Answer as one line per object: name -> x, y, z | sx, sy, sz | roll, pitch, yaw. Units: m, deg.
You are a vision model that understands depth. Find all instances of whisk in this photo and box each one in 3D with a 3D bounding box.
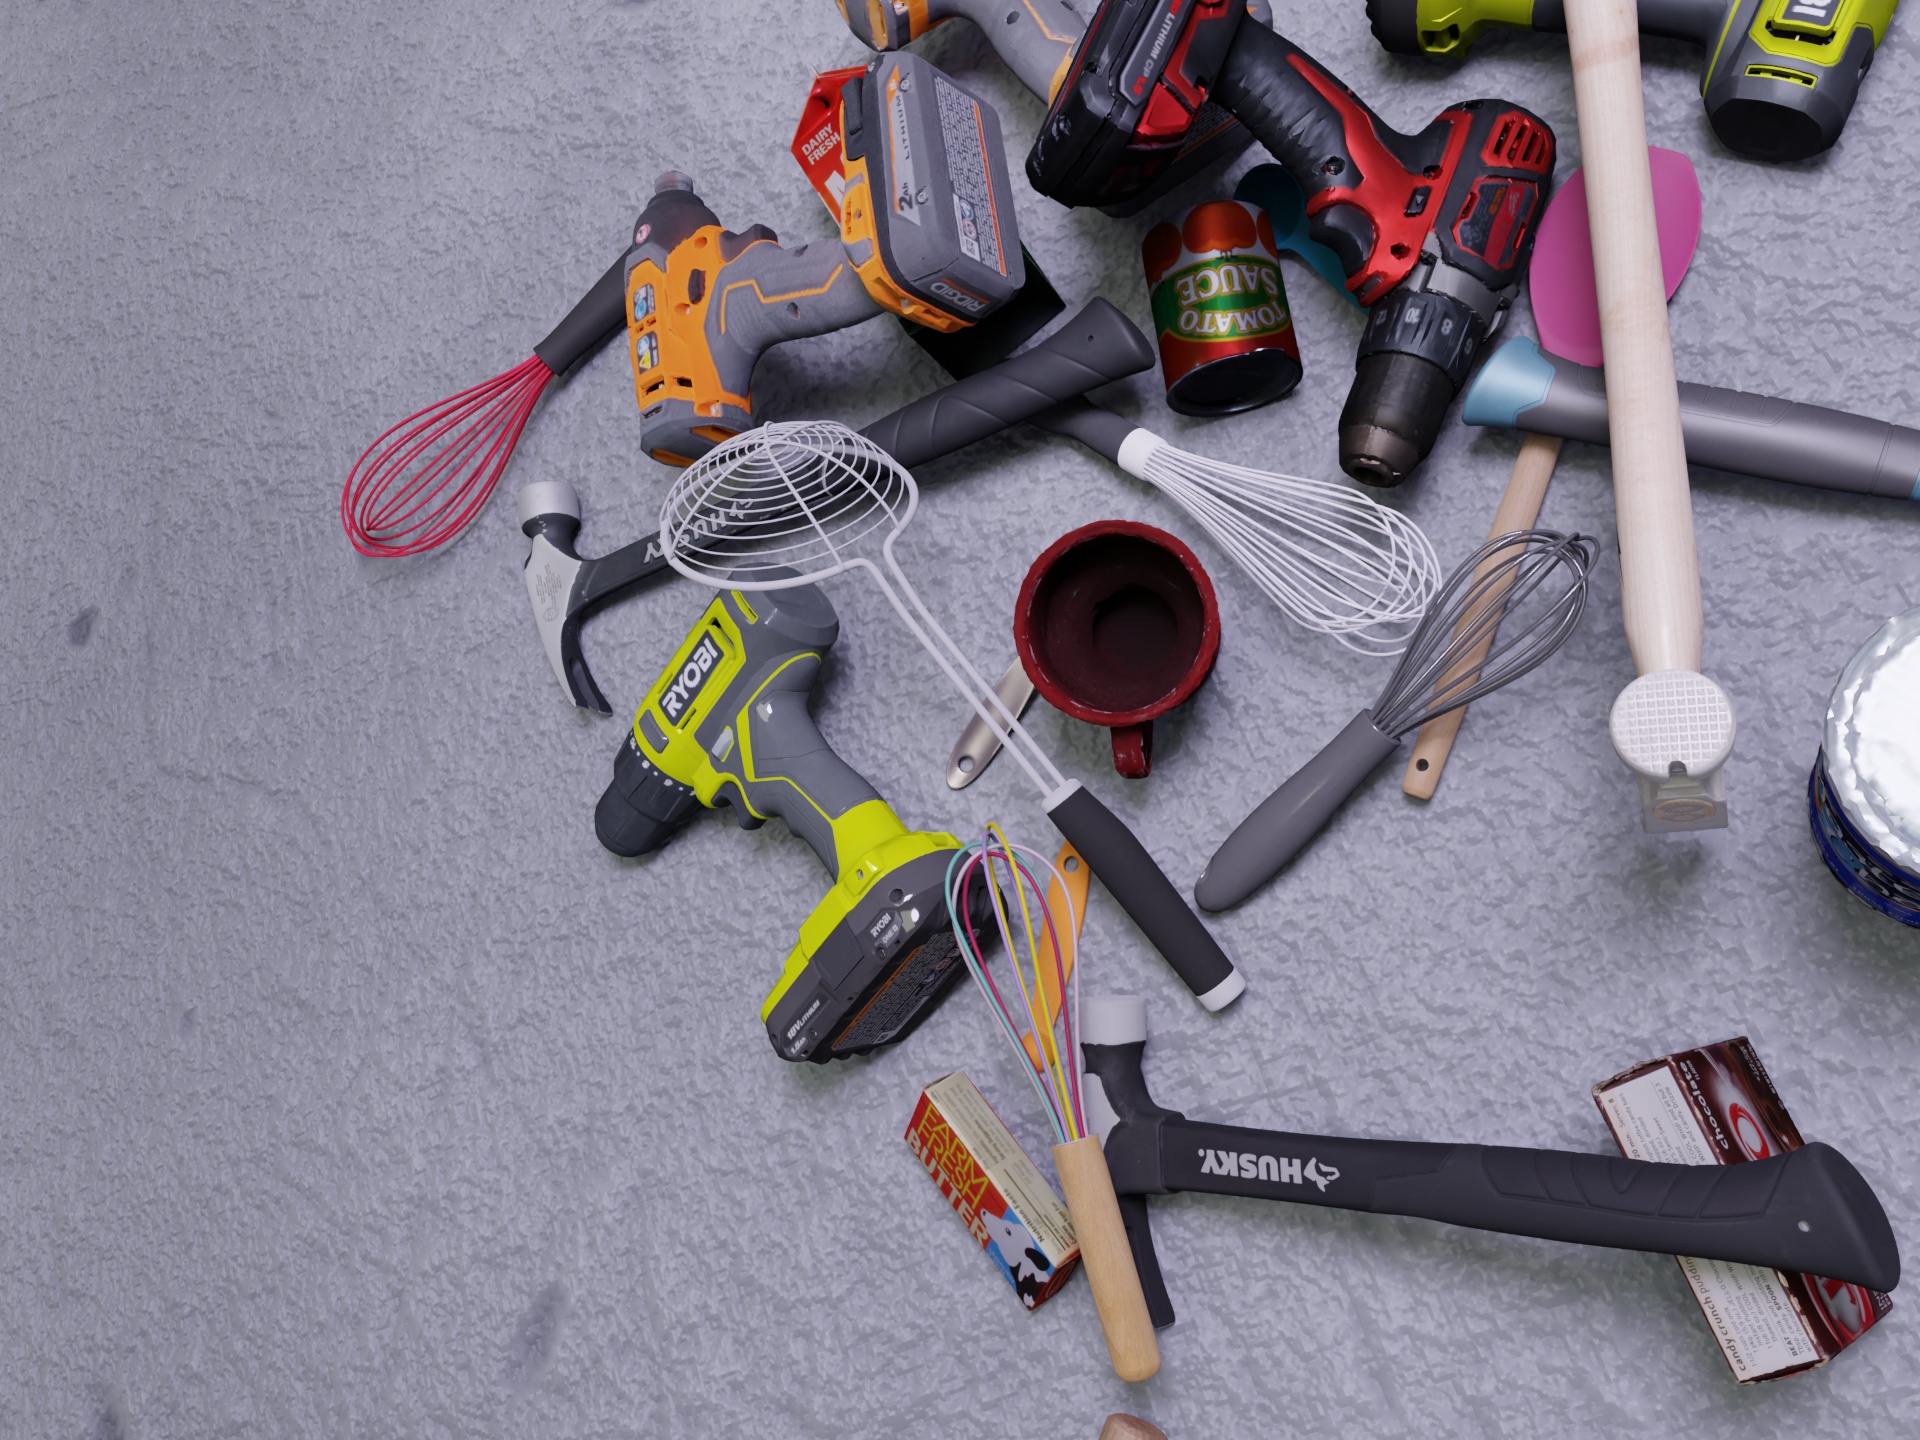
whisk -> 0.185, 0.006, 0.698 | 0.239, 0.055, 0.055 | -49, 62, 23
whisk -> 0.043, 0.162, 0.694 | 0.047, 0.051, 0.245 | -29, 72, 48
whisk -> -0.269, -0.208, 0.984 | 0.296, 0.073, 0.073 | -43, 63, 4
whisk -> 0.113, -0.115, 0.777 | 0.285, 0.070, 0.070 | 36, 95, 33

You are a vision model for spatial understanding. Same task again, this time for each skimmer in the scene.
skimmer -> -0.001, -0.002, 0.767 | 0.127, 0.090, 0.363 | -37, 86, -30

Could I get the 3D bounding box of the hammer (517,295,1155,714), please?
hammer -> -0.082, -0.125, 0.860 | 0.409, 0.036, 0.149 | -19, 72, 28

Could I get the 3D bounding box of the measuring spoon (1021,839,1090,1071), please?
measuring spoon -> 0.045, 0.113, 0.776 | 0.021, 0.011, 0.117 | 7, 81, 27

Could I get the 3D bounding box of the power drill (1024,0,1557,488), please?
power drill -> 0.147, -0.226, 0.709 | 0.226, 0.080, 0.188 | 26, 78, -11

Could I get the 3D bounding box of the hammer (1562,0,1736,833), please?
hammer -> 0.268, -0.160, 0.634 | 0.038, 0.146, 0.411 | -6, 72, 24

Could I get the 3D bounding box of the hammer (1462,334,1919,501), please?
hammer -> 0.375, -0.107, 0.646 | 0.331, 0.033, 0.128 | 18, 86, 24

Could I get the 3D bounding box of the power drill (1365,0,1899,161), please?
power drill -> 0.315, -0.363, 0.725 | 0.223, 0.080, 0.171 | 24, 89, 25

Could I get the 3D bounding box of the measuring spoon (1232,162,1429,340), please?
measuring spoon -> 0.188, -0.229, 0.787 | 0.129, 0.021, 0.042 | 47, 134, 19

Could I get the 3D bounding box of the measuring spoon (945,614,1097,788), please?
measuring spoon -> 0.030, -0.016, 0.816 | 0.034, 0.018, 0.124 | 36, 102, 13

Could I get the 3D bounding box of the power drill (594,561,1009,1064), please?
power drill -> -0.096, 0.059, 0.815 | 0.190, 0.080, 0.229 | -51, 60, 25

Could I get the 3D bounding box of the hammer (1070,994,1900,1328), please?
hammer -> 0.177, 0.185, 0.621 | 0.335, 0.035, 0.146 | -8, 80, 45

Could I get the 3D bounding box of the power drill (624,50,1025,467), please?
power drill -> -0.085, -0.242, 0.810 | 0.226, 0.084, 0.164 | -18, 73, 35

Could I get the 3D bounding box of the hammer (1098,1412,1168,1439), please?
hammer -> 0.007, 0.455, 0.669 | 0.031, 0.130, 0.331 | 19, 79, 32

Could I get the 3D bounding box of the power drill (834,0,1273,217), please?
power drill -> 0.065, -0.382, 0.835 | 0.185, 0.084, 0.226 | -37, 63, -14

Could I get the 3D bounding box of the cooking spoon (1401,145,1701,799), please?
cooking spoon -> 0.260, -0.114, 0.722 | 0.069, 0.017, 0.319 | 20, 86, 24
